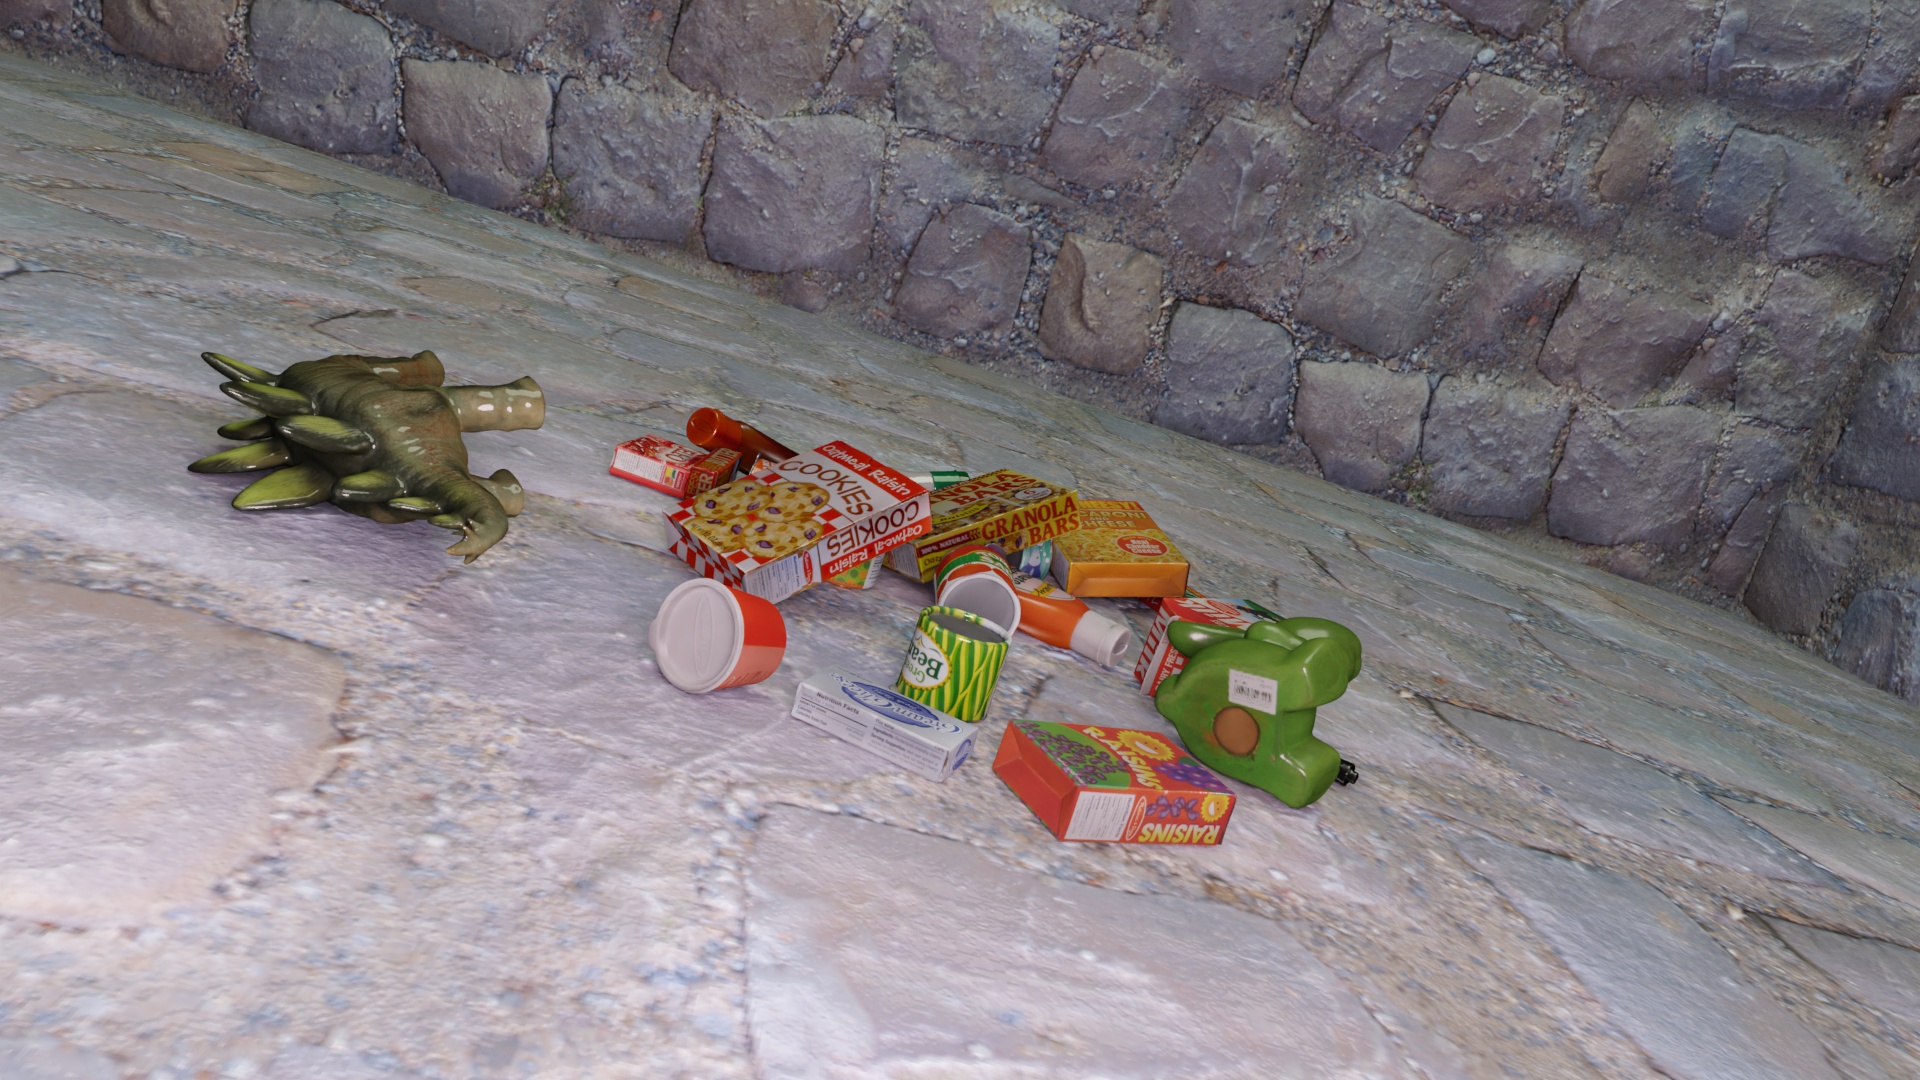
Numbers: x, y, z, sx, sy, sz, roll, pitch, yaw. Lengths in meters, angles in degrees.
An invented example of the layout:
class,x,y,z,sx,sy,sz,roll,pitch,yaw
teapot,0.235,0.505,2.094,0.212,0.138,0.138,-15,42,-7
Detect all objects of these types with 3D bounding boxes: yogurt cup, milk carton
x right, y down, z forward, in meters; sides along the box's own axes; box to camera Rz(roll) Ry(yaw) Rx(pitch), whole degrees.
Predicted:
class,x,y,z,sx,sy,sz,roll,pitch,yaw
yogurt cup,-0.142,0.059,0.839,0.072,0.072,0.054,27,7,31
milk carton,0.213,0.094,1.168,0.073,0.072,0.191,29,16,37

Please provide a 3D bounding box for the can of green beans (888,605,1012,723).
class,x,y,z,sx,sy,sz,roll,pitch,yaw
can of green beans,-0.004,0.083,0.941,0.071,0.057,0.071,18,13,-4

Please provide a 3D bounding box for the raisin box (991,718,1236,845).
class,x,y,z,sx,sy,sz,roll,pitch,yaw
raisin box,0.094,0.149,0.850,0.123,0.040,0.086,9,15,-32

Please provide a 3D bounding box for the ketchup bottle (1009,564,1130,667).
class,x,y,z,sx,sy,sz,roll,pitch,yaw
ketchup bottle,0.071,0.061,1.173,0.149,0.043,0.065,26,19,27

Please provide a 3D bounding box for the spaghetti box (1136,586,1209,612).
class,x,y,z,sx,sy,sz,roll,pitch,yaw
spaghetti box,0.224,0.064,1.404,0.050,0.028,0.250,9,16,-36

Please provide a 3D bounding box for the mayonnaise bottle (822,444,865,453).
class,x,y,z,sx,sy,sz,roll,pitch,yaw
mayonnaise bottle,-0.103,-0.059,1.434,0.065,0.041,0.148,12,16,-25

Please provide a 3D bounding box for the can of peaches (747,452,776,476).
class,x,y,z,sx,sy,sz,roll,pitch,yaw
can of peaches,-0.154,-0.033,1.181,0.058,0.071,0.071,19,13,-2

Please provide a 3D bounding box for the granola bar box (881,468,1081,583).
class,x,y,z,sx,sy,sz,roll,pitch,yaw
granola bar box,0.004,-0.015,1.223,0.166,0.039,0.124,-18,20,-27

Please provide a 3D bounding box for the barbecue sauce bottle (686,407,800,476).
class,x,y,z,sx,sy,sz,roll,pitch,yaw
barbecue sauce bottle,-0.197,-0.083,1.298,0.065,0.043,0.148,30,-1,32

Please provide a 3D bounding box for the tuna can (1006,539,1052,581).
class,x,y,z,sx,sy,sz,roll,pitch,yaw
tuna can,0.054,0.011,1.294,0.033,0.071,0.071,8,16,-35

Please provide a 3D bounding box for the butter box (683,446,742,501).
class,x,y,z,sx,sy,sz,roll,pitch,yaw
butter box,-0.214,-0.046,1.191,0.024,0.053,0.104,17,13,-1

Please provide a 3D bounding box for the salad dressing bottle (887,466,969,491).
class,x,y,z,sx,sy,sz,roll,pitch,yaw
salad dressing bottle,-0.065,-0.047,1.335,0.148,0.044,0.064,-3,-21,-16

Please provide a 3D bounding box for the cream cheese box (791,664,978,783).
class,x,y,z,sx,sy,sz,roll,pitch,yaw
cream cheese box,-0.046,0.111,0.844,0.104,0.024,0.053,22,15,15

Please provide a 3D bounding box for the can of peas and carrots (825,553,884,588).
class,x,y,z,sx,sy,sz,roll,pitch,yaw
can of peas and carrots,-0.096,0.001,1.151,0.071,0.058,0.071,17,12,-4

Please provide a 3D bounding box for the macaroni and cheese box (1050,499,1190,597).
class,x,y,z,sx,sy,sz,roll,pitch,yaw
macaroni and cheese box,0.146,0.006,1.420,0.124,0.040,0.167,1,23,-13

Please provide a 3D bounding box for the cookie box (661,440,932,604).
class,x,y,z,sx,sy,sz,roll,pitch,yaw
cookie box,-0.124,-0.016,1.065,0.168,0.040,0.123,-25,38,-31

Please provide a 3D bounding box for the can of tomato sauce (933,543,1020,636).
class,x,y,z,sx,sy,sz,roll,pitch,yaw
can of tomato sauce,0.014,0.044,1.101,0.071,0.071,0.083,17,13,-7
